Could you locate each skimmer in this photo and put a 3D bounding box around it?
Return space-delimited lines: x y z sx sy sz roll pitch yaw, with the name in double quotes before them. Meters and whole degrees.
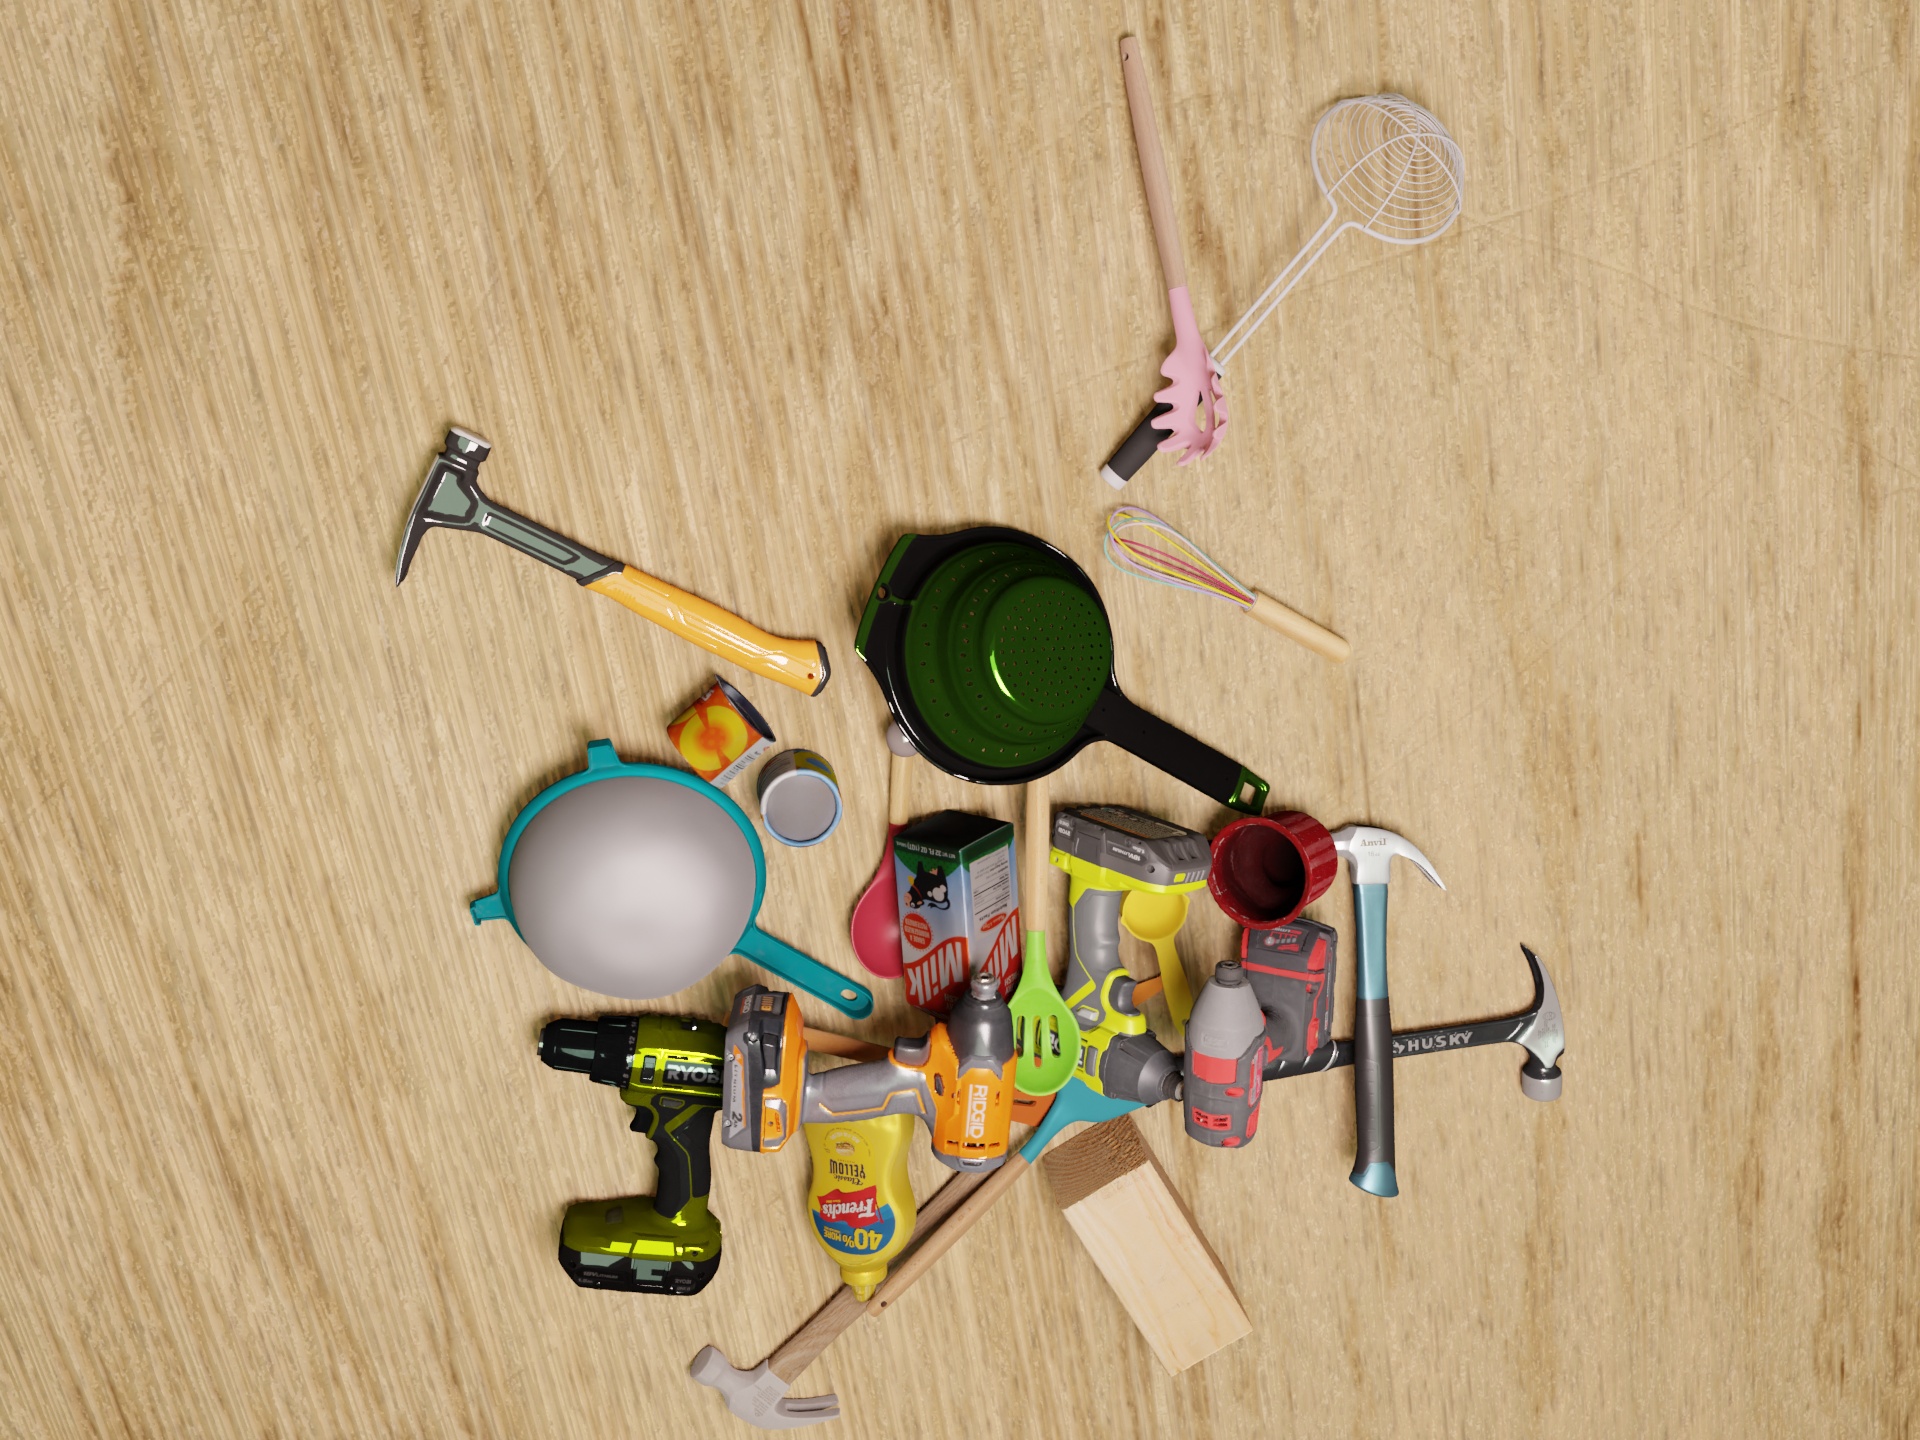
"skimmer" 0.240 -0.324 1.238 0.127 0.090 0.363 42 107 0

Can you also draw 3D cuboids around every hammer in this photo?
"hammer" 0.348 0.294 1.428 0.409 0.036 0.149 -6 105 -7
"hammer" 0.358 0.254 1.387 0.128 0.033 0.331 -3 96 -4
"hammer" -0.081 0.507 1.421 0.331 0.031 0.130 -45 107 5
"hammer" -0.257 -0.095 1.222 0.336 0.034 0.127 25 99 -15

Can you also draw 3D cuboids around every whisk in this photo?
"whisk" 0.218 -0.103 1.292 0.244 0.047 0.051 26 99 -18

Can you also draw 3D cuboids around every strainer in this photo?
"strainer" -0.206 0.177 1.262 0.340 0.095 0.211 33 108 -21

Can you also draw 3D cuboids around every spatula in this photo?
"spatula" 0.039 0.399 1.372 0.317 0.044 0.082 -43 105 -9
"spatula" -0.047 0.286 1.349 0.322 0.041 0.081 17 101 -16

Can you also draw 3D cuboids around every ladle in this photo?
"ladle" -0.050 0.059 1.303 0.069 0.031 0.315 0 104 -18

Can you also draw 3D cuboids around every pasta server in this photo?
"pasta server" 0.153 -0.350 1.188 0.040 0.060 0.316 -17 97 -44

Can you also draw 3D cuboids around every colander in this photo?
"colander" 0.113 -0.017 1.247 0.396 0.094 0.204 28 76 -23

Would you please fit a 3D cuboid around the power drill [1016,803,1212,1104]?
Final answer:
"power drill" 0.130 0.193 1.299 0.080 0.171 0.223 -3 104 -42

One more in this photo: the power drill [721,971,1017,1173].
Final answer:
"power drill" -0.068 0.266 1.246 0.226 0.084 0.164 4 109 -2

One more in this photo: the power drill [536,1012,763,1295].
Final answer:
"power drill" -0.266 0.353 1.325 0.190 0.080 0.228 9 101 -13

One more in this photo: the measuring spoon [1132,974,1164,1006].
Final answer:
"measuring spoon" 0.142 0.245 1.396 0.117 0.011 0.021 -27 97 2

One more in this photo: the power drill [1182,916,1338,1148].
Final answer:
"power drill" 0.238 0.236 1.282 0.078 0.219 0.143 7 104 26

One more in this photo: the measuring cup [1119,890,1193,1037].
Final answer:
"measuring cup" 0.177 0.203 1.378 0.062 0.029 0.156 -18 108 -3

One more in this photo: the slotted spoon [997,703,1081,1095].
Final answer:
"slotted spoon" 0.063 0.144 1.286 0.070 0.031 0.314 0 91 1

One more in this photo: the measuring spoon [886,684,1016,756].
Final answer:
"measuring spoon" -0.002 -0.004 1.284 0.124 0.018 0.034 -25 111 -15
